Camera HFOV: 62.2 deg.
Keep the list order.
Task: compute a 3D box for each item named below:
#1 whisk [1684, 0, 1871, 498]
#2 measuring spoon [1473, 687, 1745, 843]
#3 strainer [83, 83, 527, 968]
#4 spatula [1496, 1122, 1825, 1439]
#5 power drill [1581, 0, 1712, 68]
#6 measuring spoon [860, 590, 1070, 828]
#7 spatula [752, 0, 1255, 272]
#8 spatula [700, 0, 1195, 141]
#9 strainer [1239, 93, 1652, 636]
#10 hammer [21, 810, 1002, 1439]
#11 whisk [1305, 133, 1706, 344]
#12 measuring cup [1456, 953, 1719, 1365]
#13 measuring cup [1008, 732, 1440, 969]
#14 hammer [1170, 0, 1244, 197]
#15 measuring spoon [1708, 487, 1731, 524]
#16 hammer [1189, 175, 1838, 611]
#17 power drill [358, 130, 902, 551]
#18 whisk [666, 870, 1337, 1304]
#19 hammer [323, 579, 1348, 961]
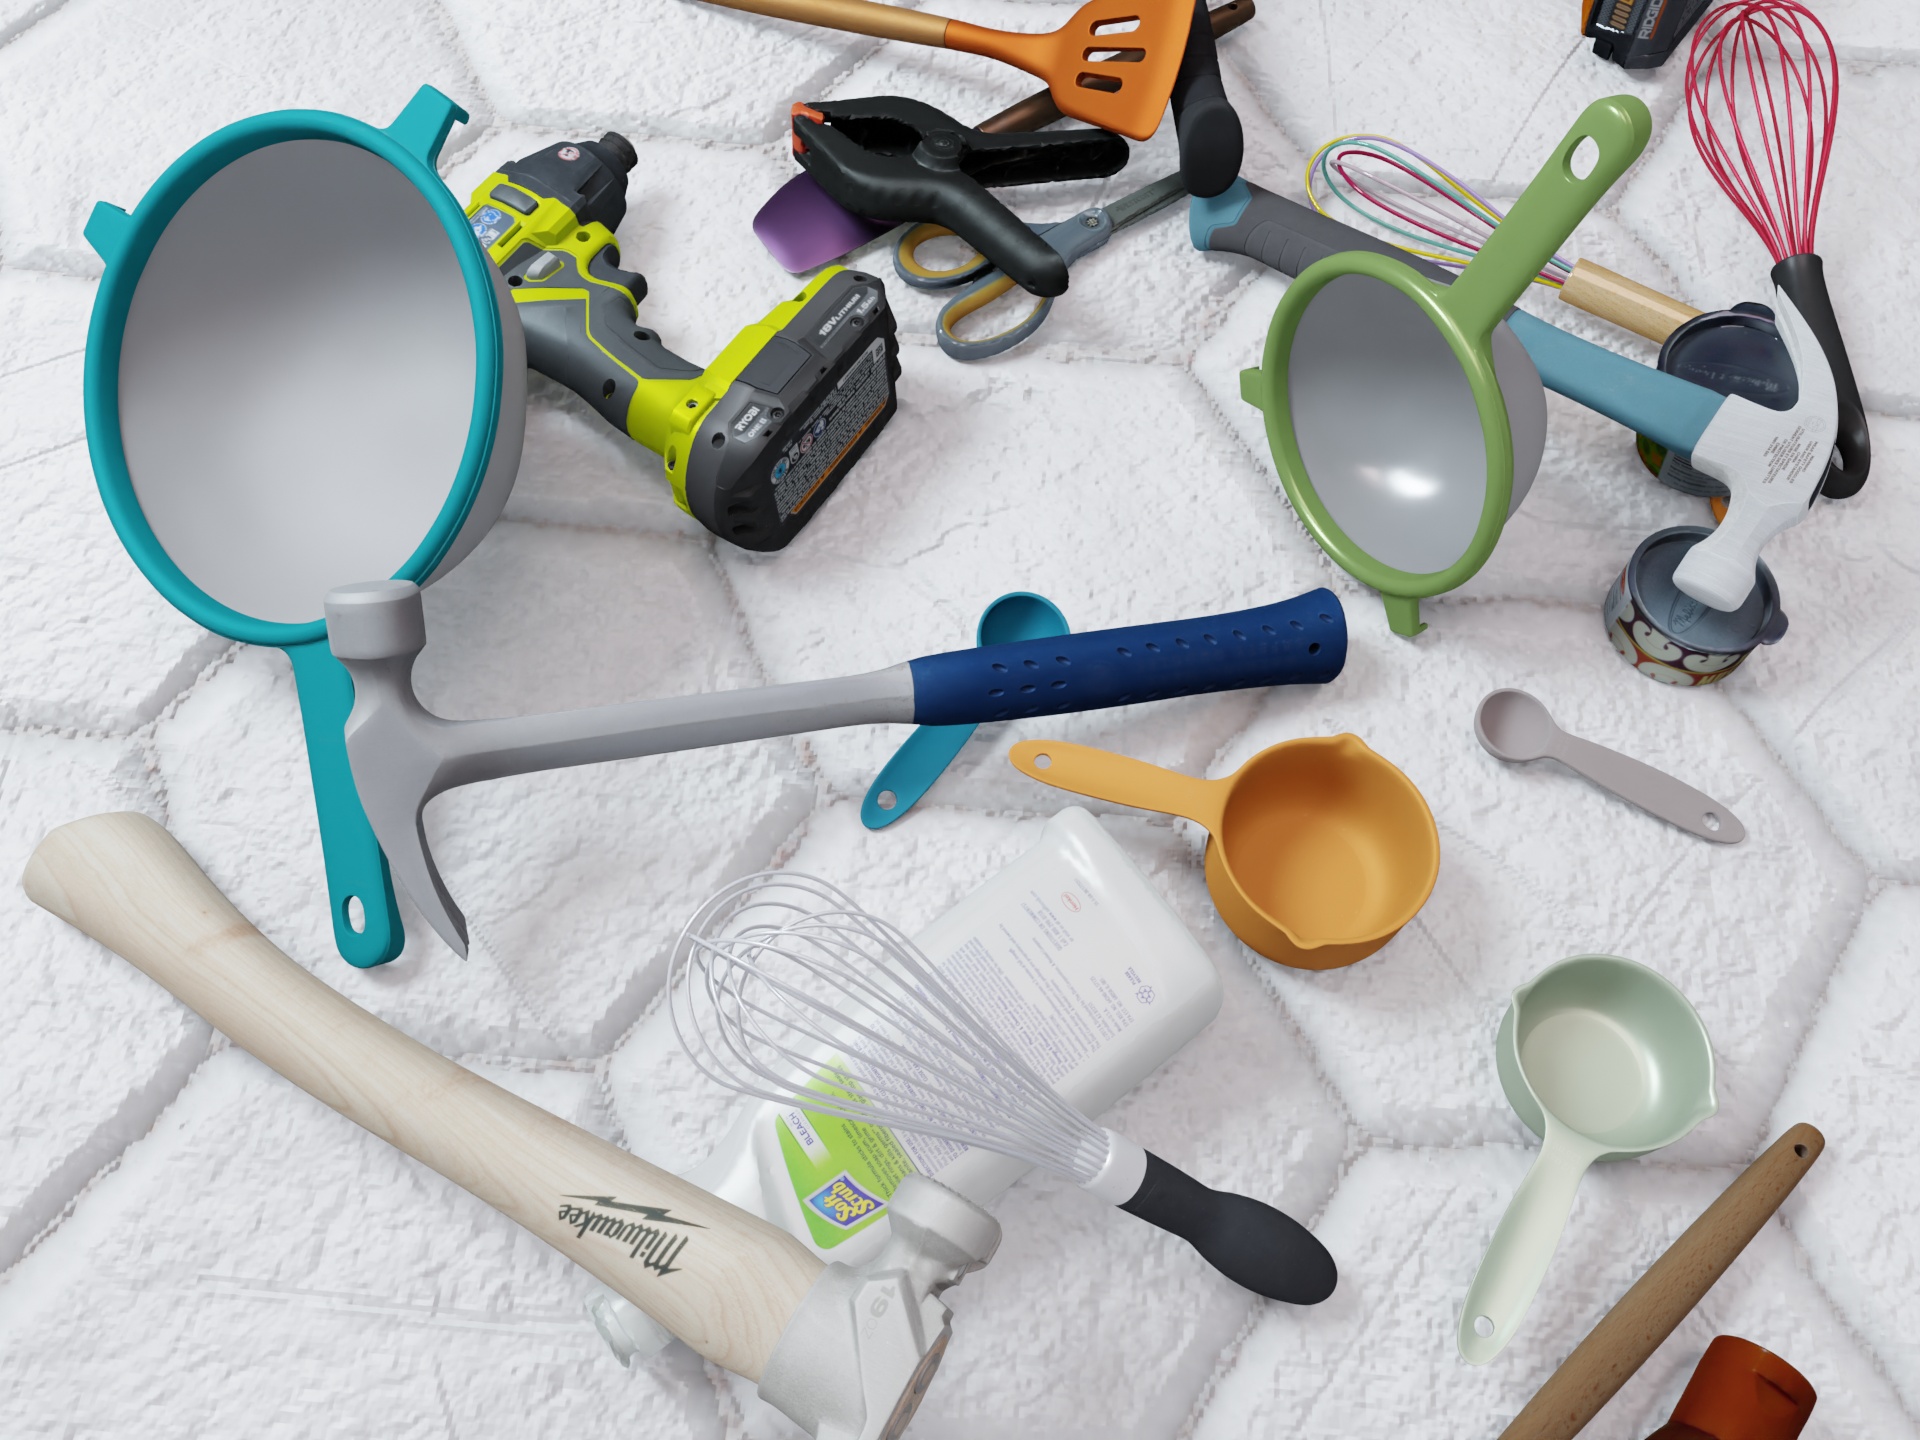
[{"bbox_3d":[0.416,-0.244,0.801,0.073,0.073,0.296,1,70,-1],"label":"whisk"},{"bbox_3d":[0.277,0.024,0.685,0.124,0.018,0.034,27,65,4],"label":"measuring spoon"},{"bbox_3d":[-0.244,-0.073,0.666,0.211,0.095,0.340,-9,90,22],"label":"strainer"},{"bbox_3d":[0.206,0.246,0.565,0.317,0.044,0.082,-34,68,-22],"label":"spatula"},{"bbox_3d":[0.312,-0.454,0.891,0.227,0.084,0.164,33,68,19],"label":"power drill"},{"bbox_3d":[-0.001,-0.002,0.691,0.042,0.021,0.128,41,77,-1],"label":"measuring spoon"},{"bbox_3d":[0.030,-0.322,0.849,0.316,0.018,0.060,-31,69,-15],"label":"spatula"},{"bbox_3d":[-0.030,-0.368,0.834,0.323,0.041,0.081,19,100,20],"label":"spatula"},{"bbox_3d":[0.213,-0.156,0.642,0.069,0.256,0.152,-22,72,-22],"label":"strainer"},{"bbox_3d":[-0.195,0.143,0.562,0.411,0.038,0.146,24,68,22],"label":"hammer"},{"bbox_3d":[0.285,-0.234,0.793,0.245,0.051,0.047,30,60,14],"label":"whisk"},{"bbox_3d":[0.221,0.166,0.597,0.083,0.038,0.168,30,68,13],"label":"measuring cup"},{"bbox_3d":[0.102,0.045,0.647,0.173,0.052,0.095,15,64,8],"label":"measuring cup"},{"bbox_3d":[0.106,-0.417,0.839,0.035,0.146,0.335,-5,68,-4],"label":"hammer"},{"bbox_3d":[0.375,-0.141,0.772,0.021,0.011,0.117,7,66,15],"label":"measuring spoon"},{"bbox_3d":[0.240,-0.183,0.739,0.331,0.033,0.128,36,94,28],"label":"hammer"},{"bbox_3d":[-0.146,-0.188,0.747,0.223,0.080,0.171,29,67,16],"label":"power drill"},{"bbox_3d":[0.025,0.138,0.535,0.284,0.070,0.070,34,62,-22],"label":"whisk"},{"bbox_3d":[-0.031,-0.004,0.642,0.405,0.035,0.144,-8,106,-16],"label":"hammer"}]
